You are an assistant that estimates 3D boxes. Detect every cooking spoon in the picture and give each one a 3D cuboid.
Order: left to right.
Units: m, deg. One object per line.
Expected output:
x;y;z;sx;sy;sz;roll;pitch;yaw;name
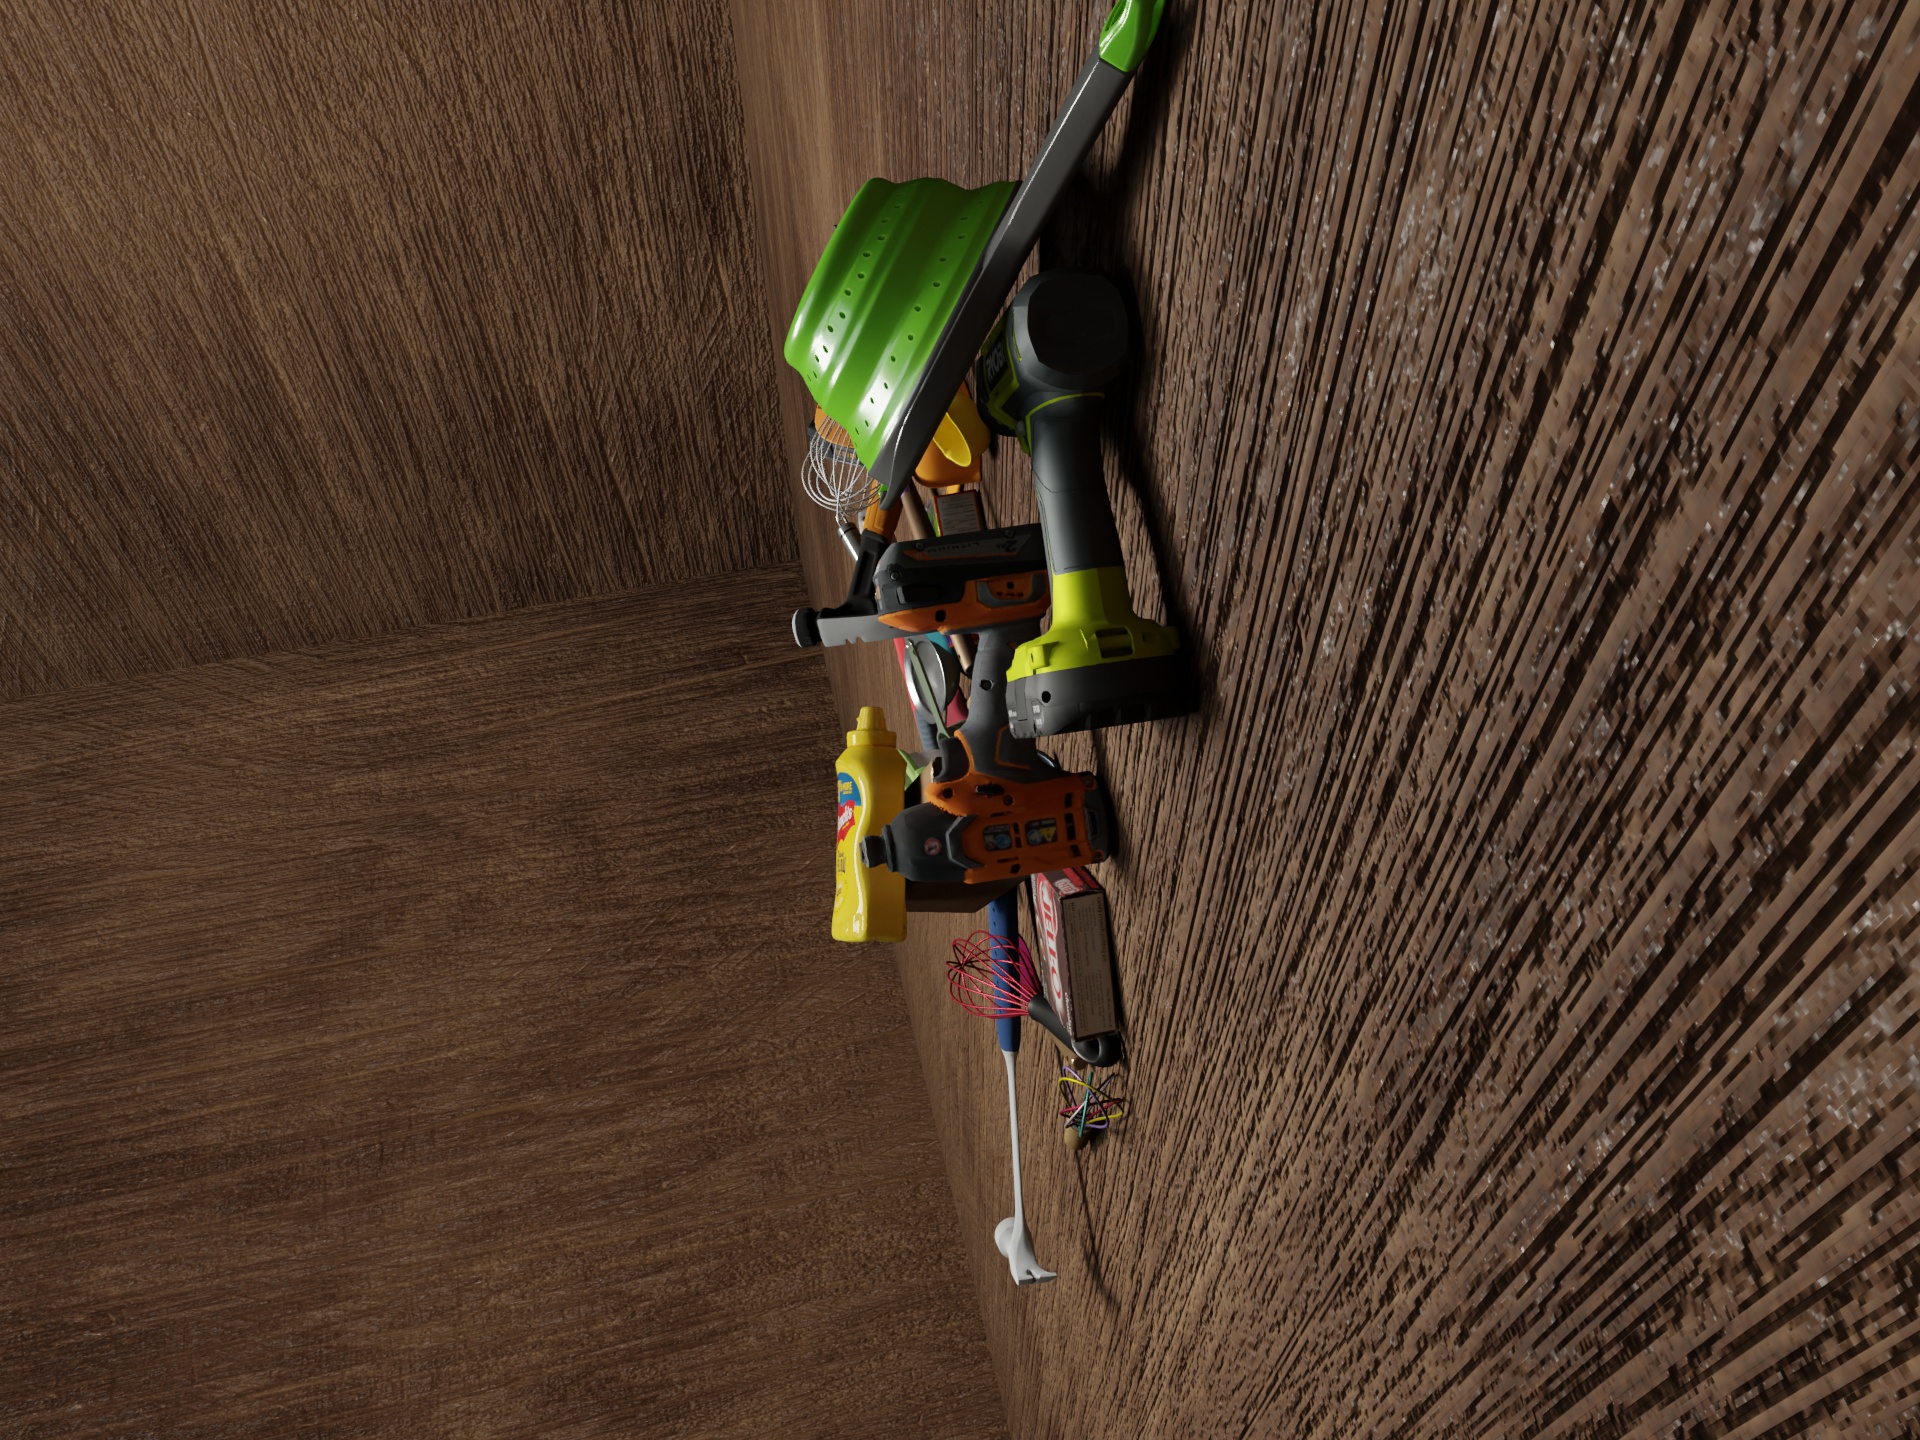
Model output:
0.072;0.255;1.433;0.319;0.017;0.068;-141;41;-79;cooking spoon

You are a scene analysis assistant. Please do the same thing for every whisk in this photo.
-0.067;-0.283;1.268;0.070;0.070;0.285;95;-174;-64;whisk
0.057;0.226;1.276;0.296;0.073;0.073;-166;65;-68;whisk
0.099;0.316;1.259;0.244;0.047;0.051;86;-178;-67;whisk

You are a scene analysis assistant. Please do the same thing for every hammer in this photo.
-0.068;-0.180;1.480;0.337;0.127;0.034;-83;-16;-51;hammer
-0.043;-0.033;1.666;0.143;0.038;0.386;-100;-5;-70;hammer
0.048;0.308;1.438;0.144;0.035;0.405;-159;66;-82;hammer

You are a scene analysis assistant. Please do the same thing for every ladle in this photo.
0.018;-0.017;1.426;0.315;0.031;0.069;135;121;-79;ladle

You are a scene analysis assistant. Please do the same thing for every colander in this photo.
-0.010;-0.249;0.792;0.205;0.094;0.397;-66;8;-22;colander

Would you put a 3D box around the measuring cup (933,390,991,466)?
-0.032;-0.258;1.212;0.157;0.029;0.062;49;165;18;measuring cup

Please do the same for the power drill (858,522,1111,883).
0.003;-0.006;1.042;0.084;0.164;0.226;-179;80;-83;power drill

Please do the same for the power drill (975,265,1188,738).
0.053;-0.109;0.853;0.190;0.080;0.228;170;92;-81;power drill

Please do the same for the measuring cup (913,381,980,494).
-0.023;-0.218;1.323;0.173;0.052;0.095;107;151;-70;measuring cup

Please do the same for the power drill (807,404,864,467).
-0.093;-0.314;1.413;0.226;0.084;0.185;97;-173;-64;power drill

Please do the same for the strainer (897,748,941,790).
-0.016;0.068;1.567;0.151;0.069;0.256;65;173;-20;strainer

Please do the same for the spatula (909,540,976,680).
-0.026;-0.130;1.604;0.318;0.044;0.082;-107;7;-65;spatula

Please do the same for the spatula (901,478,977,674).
-0.033;-0.157;1.256;0.059;0.018;0.316;90;164;-52;spatula

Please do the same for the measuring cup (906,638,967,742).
-0.002;-0.004;1.403;0.083;0.038;0.167;29;144;65;measuring cup

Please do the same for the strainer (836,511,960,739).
-0.056;-0.097;1.497;0.259;0.050;0.086;60;150;19;strainer
